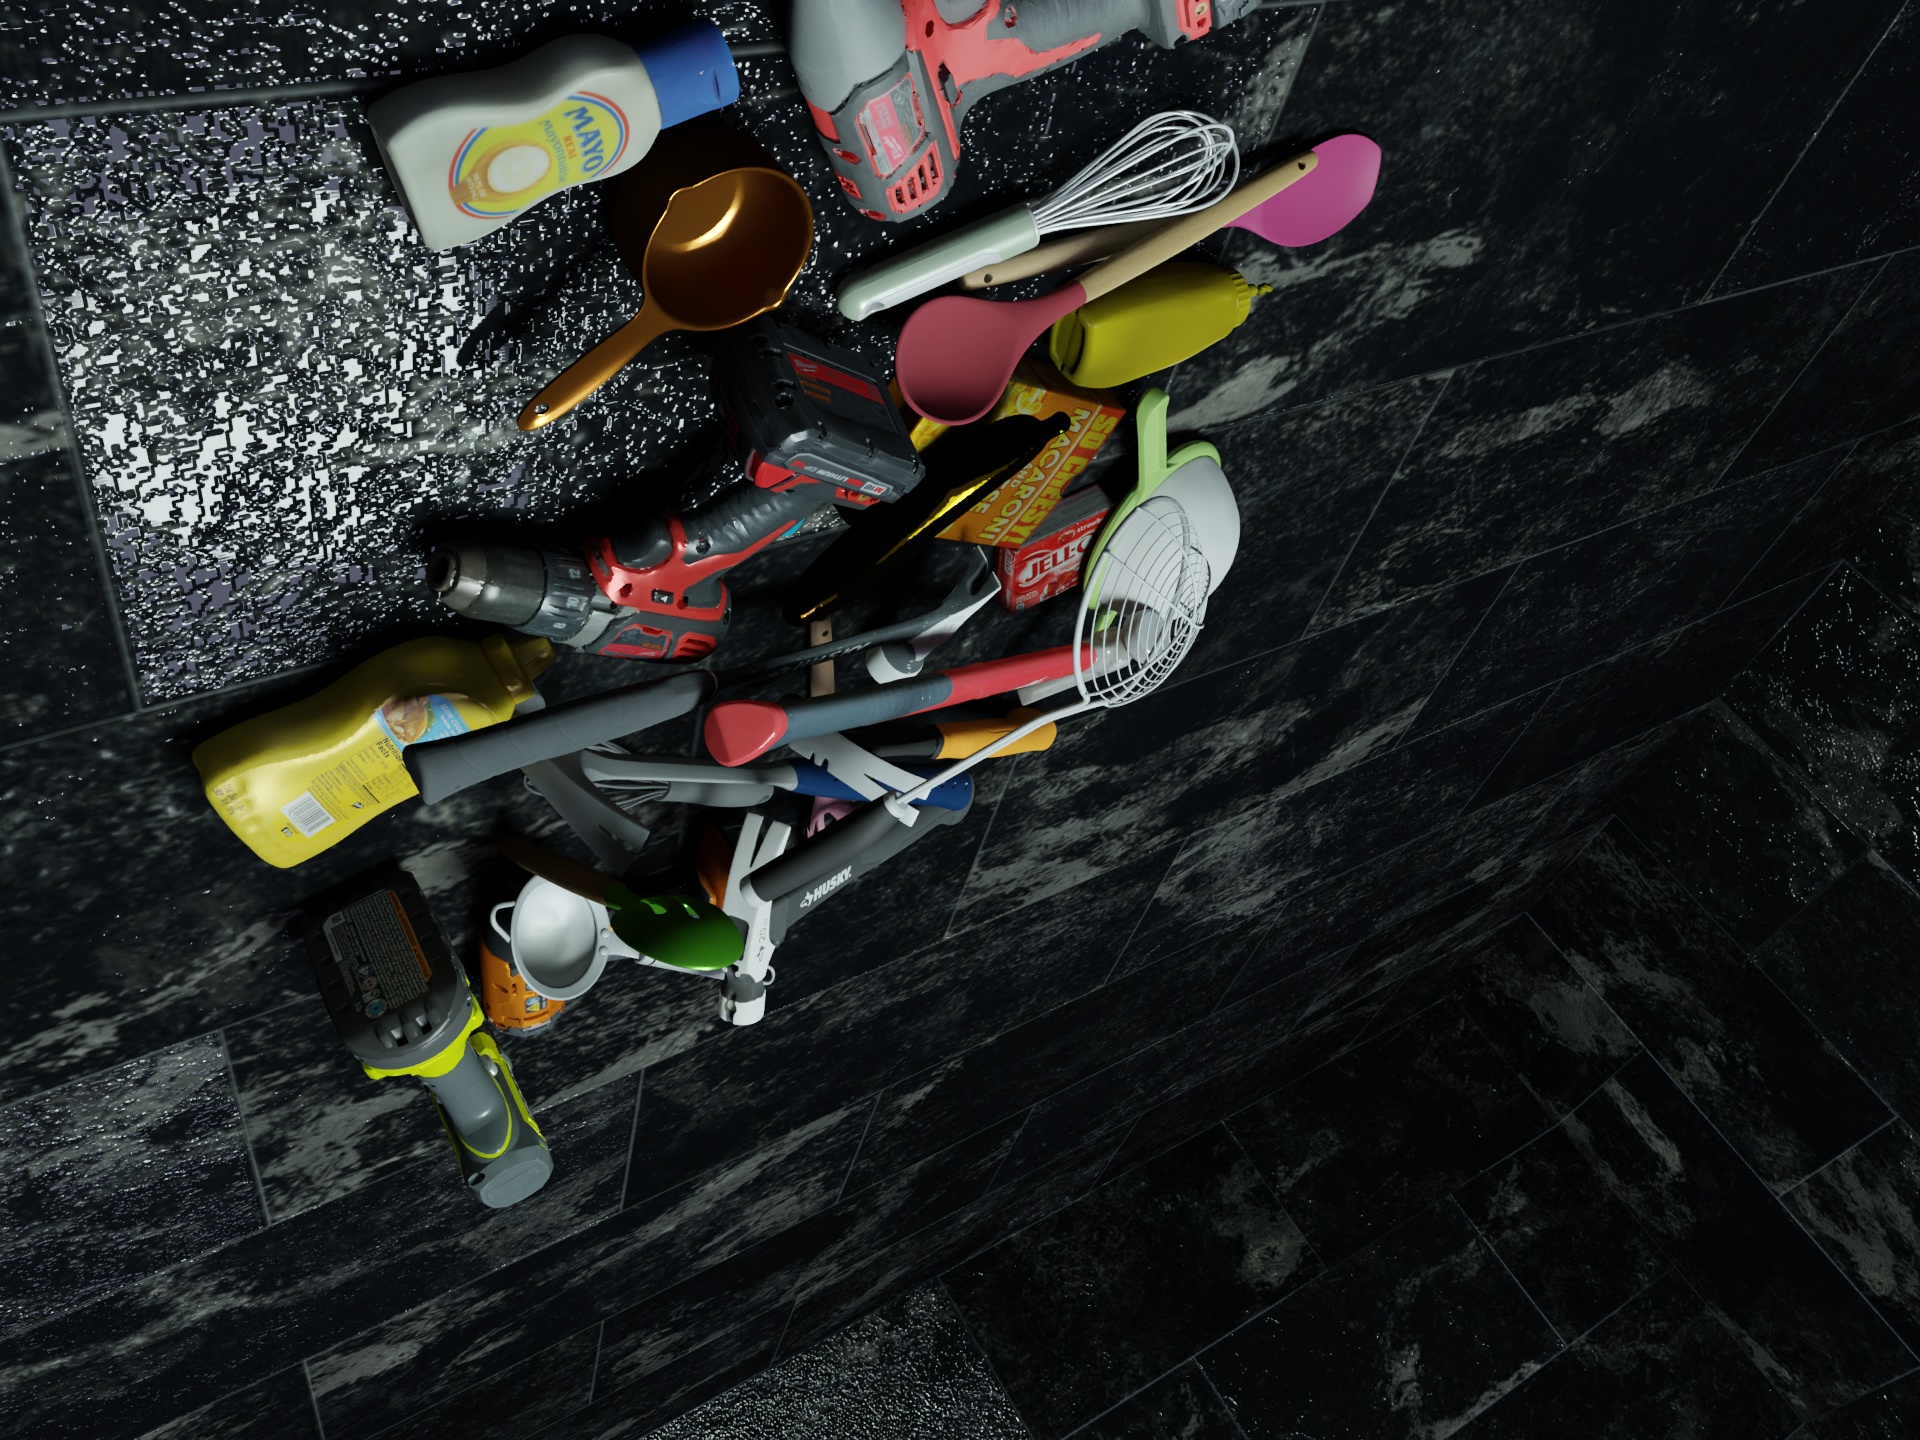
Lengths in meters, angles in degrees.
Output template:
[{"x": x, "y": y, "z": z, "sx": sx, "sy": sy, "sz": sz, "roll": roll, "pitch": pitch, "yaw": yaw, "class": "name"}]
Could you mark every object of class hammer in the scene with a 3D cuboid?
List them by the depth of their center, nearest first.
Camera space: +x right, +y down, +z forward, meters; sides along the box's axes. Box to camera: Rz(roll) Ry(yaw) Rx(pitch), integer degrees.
[{"x": -0.138, "y": -0.023, "z": 0.938, "sx": 0.409, "sy": 0.036, "sz": 0.149, "roll": -20, "pitch": 167, "yaw": -44, "class": "hammer"}, {"x": -0.023, "y": -0.017, "z": 1.058, "sx": 0.143, "sy": 0.038, "sz": 0.386, "roll": -20, "pitch": 176, "yaw": 42, "class": "hammer"}, {"x": -0.122, "y": 0.041, "z": 1.066, "sx": 0.405, "sy": 0.144, "sz": 0.035, "roll": 7, "pitch": 126, "yaw": -53, "class": "hammer"}, {"x": -0.003, "y": 0.018, "z": 1.185, "sx": 0.336, "sy": 0.127, "sz": 0.034, "roll": -5, "pitch": 124, "yaw": -63, "class": "hammer"}, {"x": -0.076, "y": 0.098, "z": 1.213, "sx": 0.335, "sy": 0.035, "sz": 0.146, "roll": -30, "pitch": 132, "yaw": -58, "class": "hammer"}]

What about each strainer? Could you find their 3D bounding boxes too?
[{"x": -0.225, "y": 0.159, "z": 1.097, "sx": 0.050, "sy": 0.087, "sz": 0.258, "roll": -13, "pitch": 156, "yaw": 40, "class": "strainer"}, {"x": 0.156, "y": -0.145, "z": 1.122, "sx": 0.151, "sy": 0.069, "sz": 0.256, "roll": -47, "pitch": 160, "yaw": -11, "class": "strainer"}]

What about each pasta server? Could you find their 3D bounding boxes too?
[{"x": -0.097, "y": 0.025, "z": 1.186, "sx": 0.060, "sy": 0.040, "sz": 0.316, "roll": -31, "pitch": 152, "yaw": -23, "class": "pasta server"}]

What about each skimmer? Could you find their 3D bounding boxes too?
[{"x": -0.002, "y": -0.003, "z": 0.977, "sx": 0.363, "sy": 0.090, "sz": 0.127, "roll": -31, "pitch": 159, "yaw": 19, "class": "skimmer"}]

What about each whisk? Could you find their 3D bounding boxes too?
[{"x": 0.044, "y": -0.273, "z": 0.869, "sx": 0.246, "sy": 0.059, "sz": 0.058, "roll": -26, "pitch": 176, "yaw": -10, "class": "whisk"}, {"x": -0.203, "y": 0.041, "z": 1.088, "sx": 0.055, "sy": 0.055, "sz": 0.238, "roll": -46, "pitch": 155, "yaw": 19, "class": "whisk"}]

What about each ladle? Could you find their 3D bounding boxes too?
[{"x": 0.088, "y": -0.259, "z": 0.914, "sx": 0.315, "sy": 0.031, "sz": 0.069, "roll": -33, "pitch": 110, "yaw": -18, "class": "ladle"}]

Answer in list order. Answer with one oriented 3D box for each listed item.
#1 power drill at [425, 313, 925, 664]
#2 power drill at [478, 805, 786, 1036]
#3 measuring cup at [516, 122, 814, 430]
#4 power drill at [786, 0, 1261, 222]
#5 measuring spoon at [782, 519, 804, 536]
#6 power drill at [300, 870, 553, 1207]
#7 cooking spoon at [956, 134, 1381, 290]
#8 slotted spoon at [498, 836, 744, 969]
[{"x": -0.152, "y": -0.110, "z": 0.845, "sx": 0.226, "sy": 0.080, "sz": 0.187, "roll": -36, "pitch": 155, "yaw": 28, "class": "power drill"}, {"x": -0.238, "y": 0.138, "z": 1.160, "sx": 0.226, "sy": 0.084, "sz": 0.164, "roll": -16, "pitch": 145, "yaw": -26, "class": "power drill"}, {"x": -0.151, "y": -0.206, "z": 0.746, "sx": 0.173, "sy": 0.052, "sz": 0.095, "roll": -38, "pitch": 153, "yaw": 9, "class": "measuring cup"}, {"x": 0.024, "y": -0.334, "z": 0.721, "sx": 0.219, "sy": 0.079, "sz": 0.143, "roll": -32, "pitch": 152, "yaw": -1, "class": "power drill"}, {"x": -0.096, "y": -0.153, "z": 0.936, "sx": 0.042, "sy": 0.021, "sz": 0.128, "roll": -16, "pitch": 156, "yaw": -24, "class": "measuring spoon"}, {"x": -0.352, "y": 0.208, "z": 1.063, "sx": 0.080, "sy": 0.171, "sz": 0.223, "roll": -27, "pitch": 143, "yaw": -16, "class": "power drill"}, {"x": 0.134, "y": -0.299, "z": 0.956, "sx": 0.319, "sy": 0.017, "sz": 0.068, "roll": -22, "pitch": 137, "yaw": -26, "class": "cooking spoon"}, {"x": -0.218, "y": 0.099, "z": 0.946, "sx": 0.070, "sy": 0.314, "sz": 0.031, "roll": 4, "pitch": 93, "yaw": -35, "class": "slotted spoon"}]
